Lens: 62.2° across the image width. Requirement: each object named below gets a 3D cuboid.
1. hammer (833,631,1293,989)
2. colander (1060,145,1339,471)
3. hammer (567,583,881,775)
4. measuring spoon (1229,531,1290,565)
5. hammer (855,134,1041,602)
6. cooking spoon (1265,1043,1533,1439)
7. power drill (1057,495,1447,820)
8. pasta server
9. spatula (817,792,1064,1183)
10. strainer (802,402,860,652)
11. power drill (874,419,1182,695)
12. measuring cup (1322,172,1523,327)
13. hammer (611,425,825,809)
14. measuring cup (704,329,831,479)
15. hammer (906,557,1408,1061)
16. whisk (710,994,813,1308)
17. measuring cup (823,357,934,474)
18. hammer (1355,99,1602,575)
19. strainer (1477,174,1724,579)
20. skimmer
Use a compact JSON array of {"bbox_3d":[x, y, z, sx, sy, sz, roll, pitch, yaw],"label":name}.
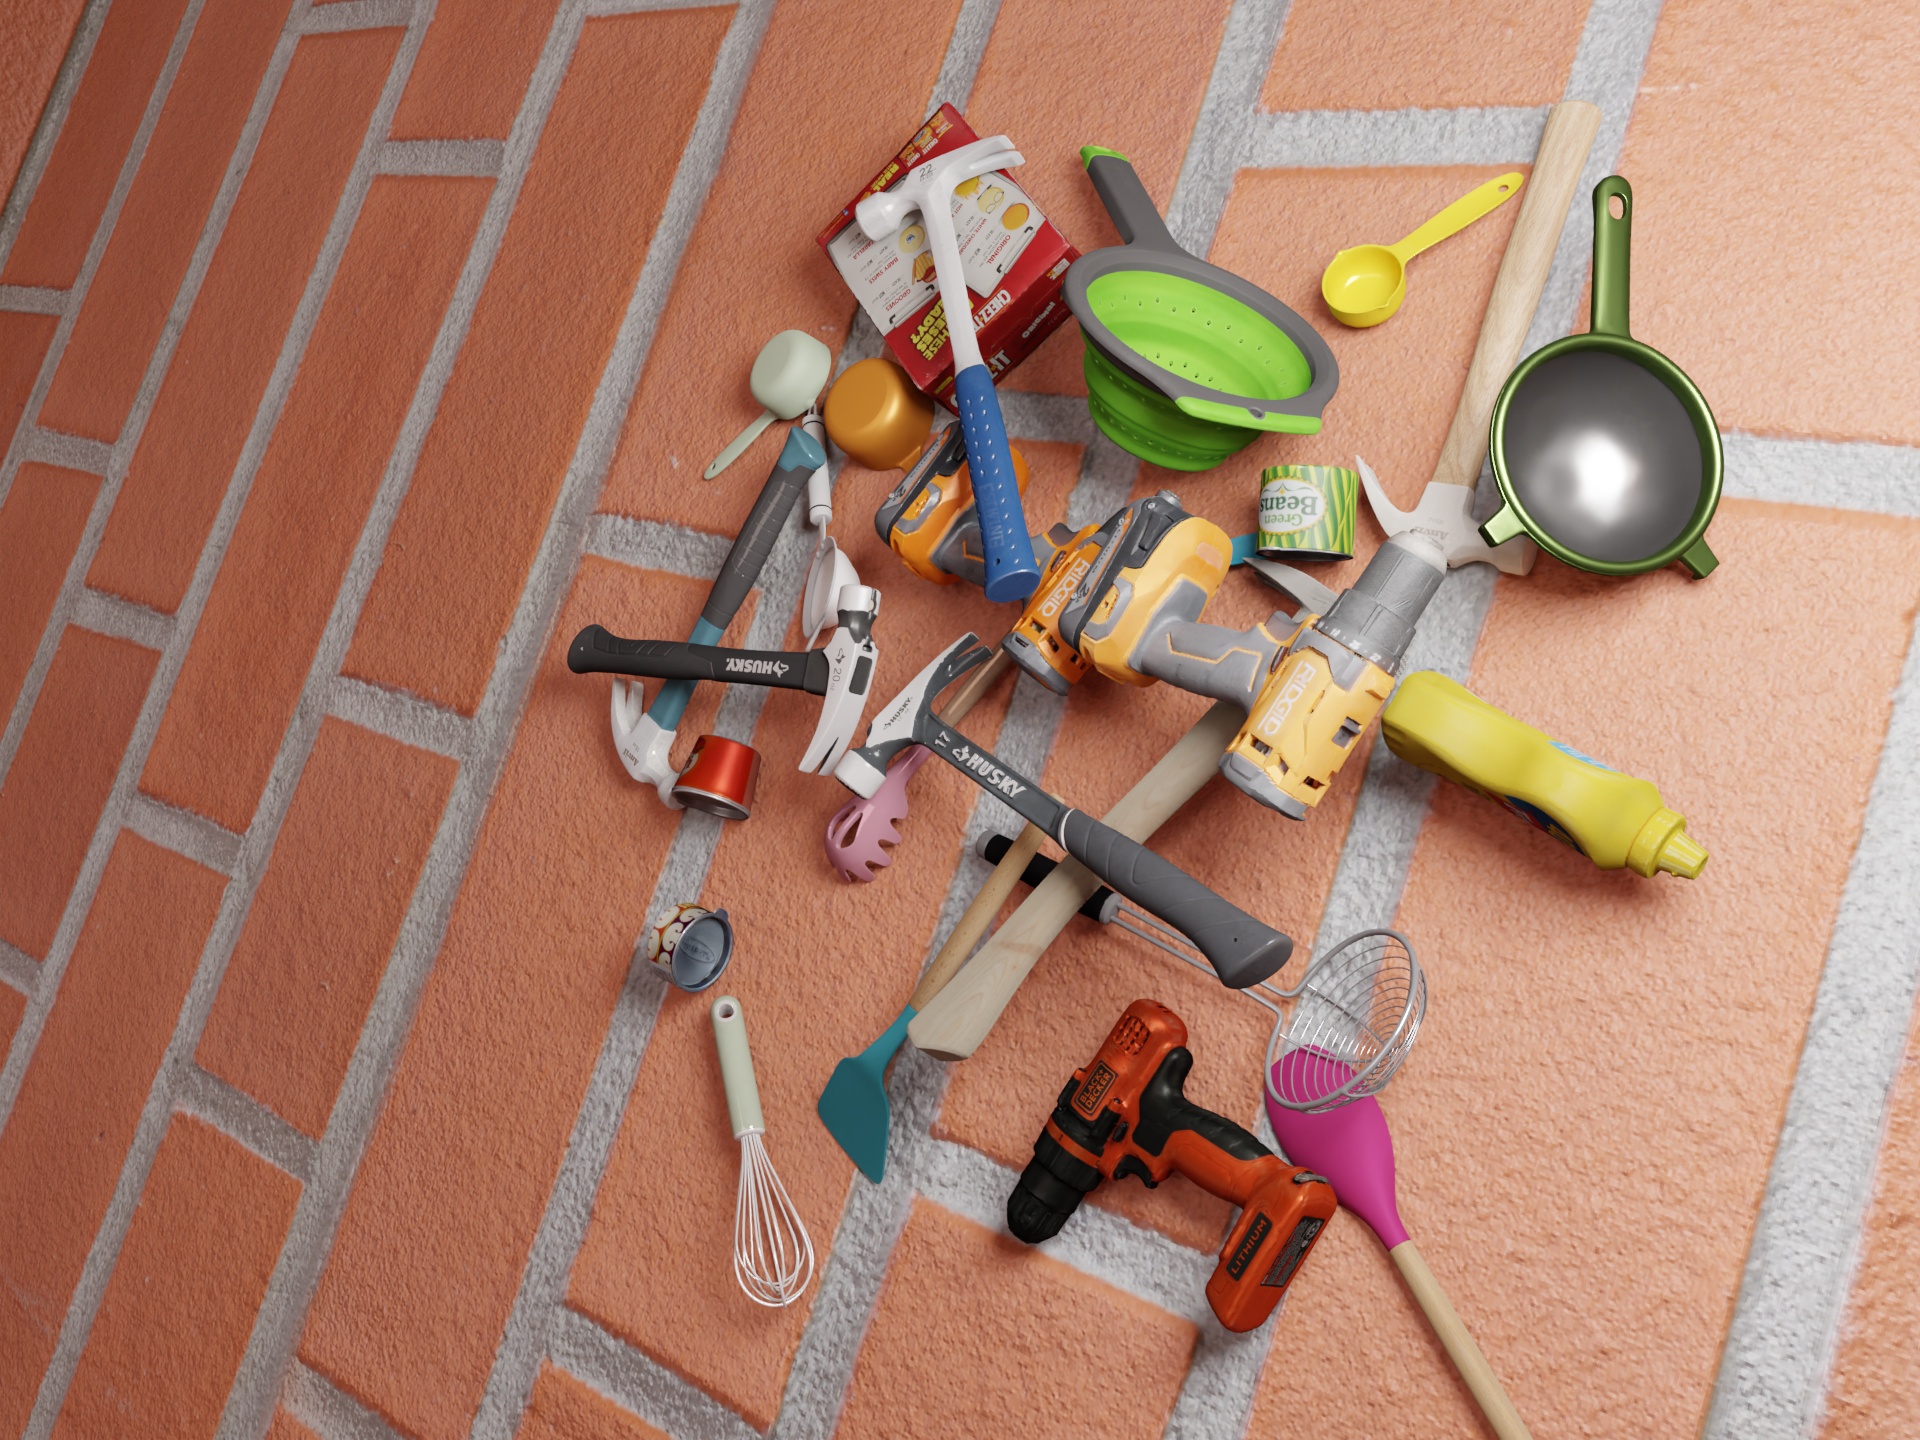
[{"bbox_3d":[0.067,0.062,1.061,0.149,0.036,0.409,-52,42,-5],"label":"hammer"},{"bbox_3d":[0.140,-0.301,1.186,0.398,0.204,0.094,-106,28,-43],"label":"colander"},{"bbox_3d":[-0.207,-0.041,1.304,0.335,0.035,0.146,6,84,37],"label":"hammer"},{"bbox_3d":[0.190,-0.116,1.145,0.128,0.021,0.042,-11,74,20],"label":"measuring spoon"},{"bbox_3d":[0.010,-0.271,1.192,0.144,0.035,0.406,-24,60,24],"label":"hammer"},{"bbox_3d":[0.274,0.334,0.939,0.068,0.017,0.319,-39,57,16],"label":"cooking spoon"},{"bbox_3d":[0.184,-0.066,1.005,0.226,0.084,0.185,40,101,46],"label":"power drill"},{"bbox_3d":[-0.002,-0.004,1.224,0.316,0.040,0.060,-49,55,5],"label":"pasta server"},{"bbox_3d":[-0.012,0.186,1.143,0.082,0.044,0.317,40,101,37],"label":"spatula"},{"bbox_3d":[-0.115,-0.167,1.339,0.086,0.050,0.259,129,140,-52],"label":"strainer"},{"bbox_3d":[0.054,-0.137,1.181,0.164,0.084,0.227,-50,49,2],"label":"power drill"},{"bbox_3d":[0.329,-0.332,1.123,0.156,0.029,0.062,-33,59,7],"label":"measuring cup"},{"bbox_3d":[-0.203,-0.095,1.355,0.128,0.033,0.331,38,104,36],"label":"hammer"},{"bbox_3d":[-0.184,-0.279,1.415,0.167,0.038,0.083,-41,44,20],"label":"measuring cup"},{"bbox_3d":[0.109,0.065,1.073,0.410,0.038,0.146,-46,43,2],"label":"hammer"},{"bbox_3d":[-0.158,0.323,1.209,0.058,0.059,0.247,-11,59,-10],"label":"whisk"},{"bbox_3d":[-0.056,-0.228,1.312,0.095,0.052,0.174,-37,56,17],"label":"measuring cup"},{"bbox_3d":[0.363,-0.262,1.068,0.130,0.031,0.331,15,83,35],"label":"hammer"},{"bbox_3d":[0.389,-0.208,0.990,0.151,0.069,0.256,7,80,-8],"label":"strainer"},{"bbox_3d":[0.137,0.138,1.046,0.364,0.090,0.127,25,76,37],"label":"skimmer"}]
